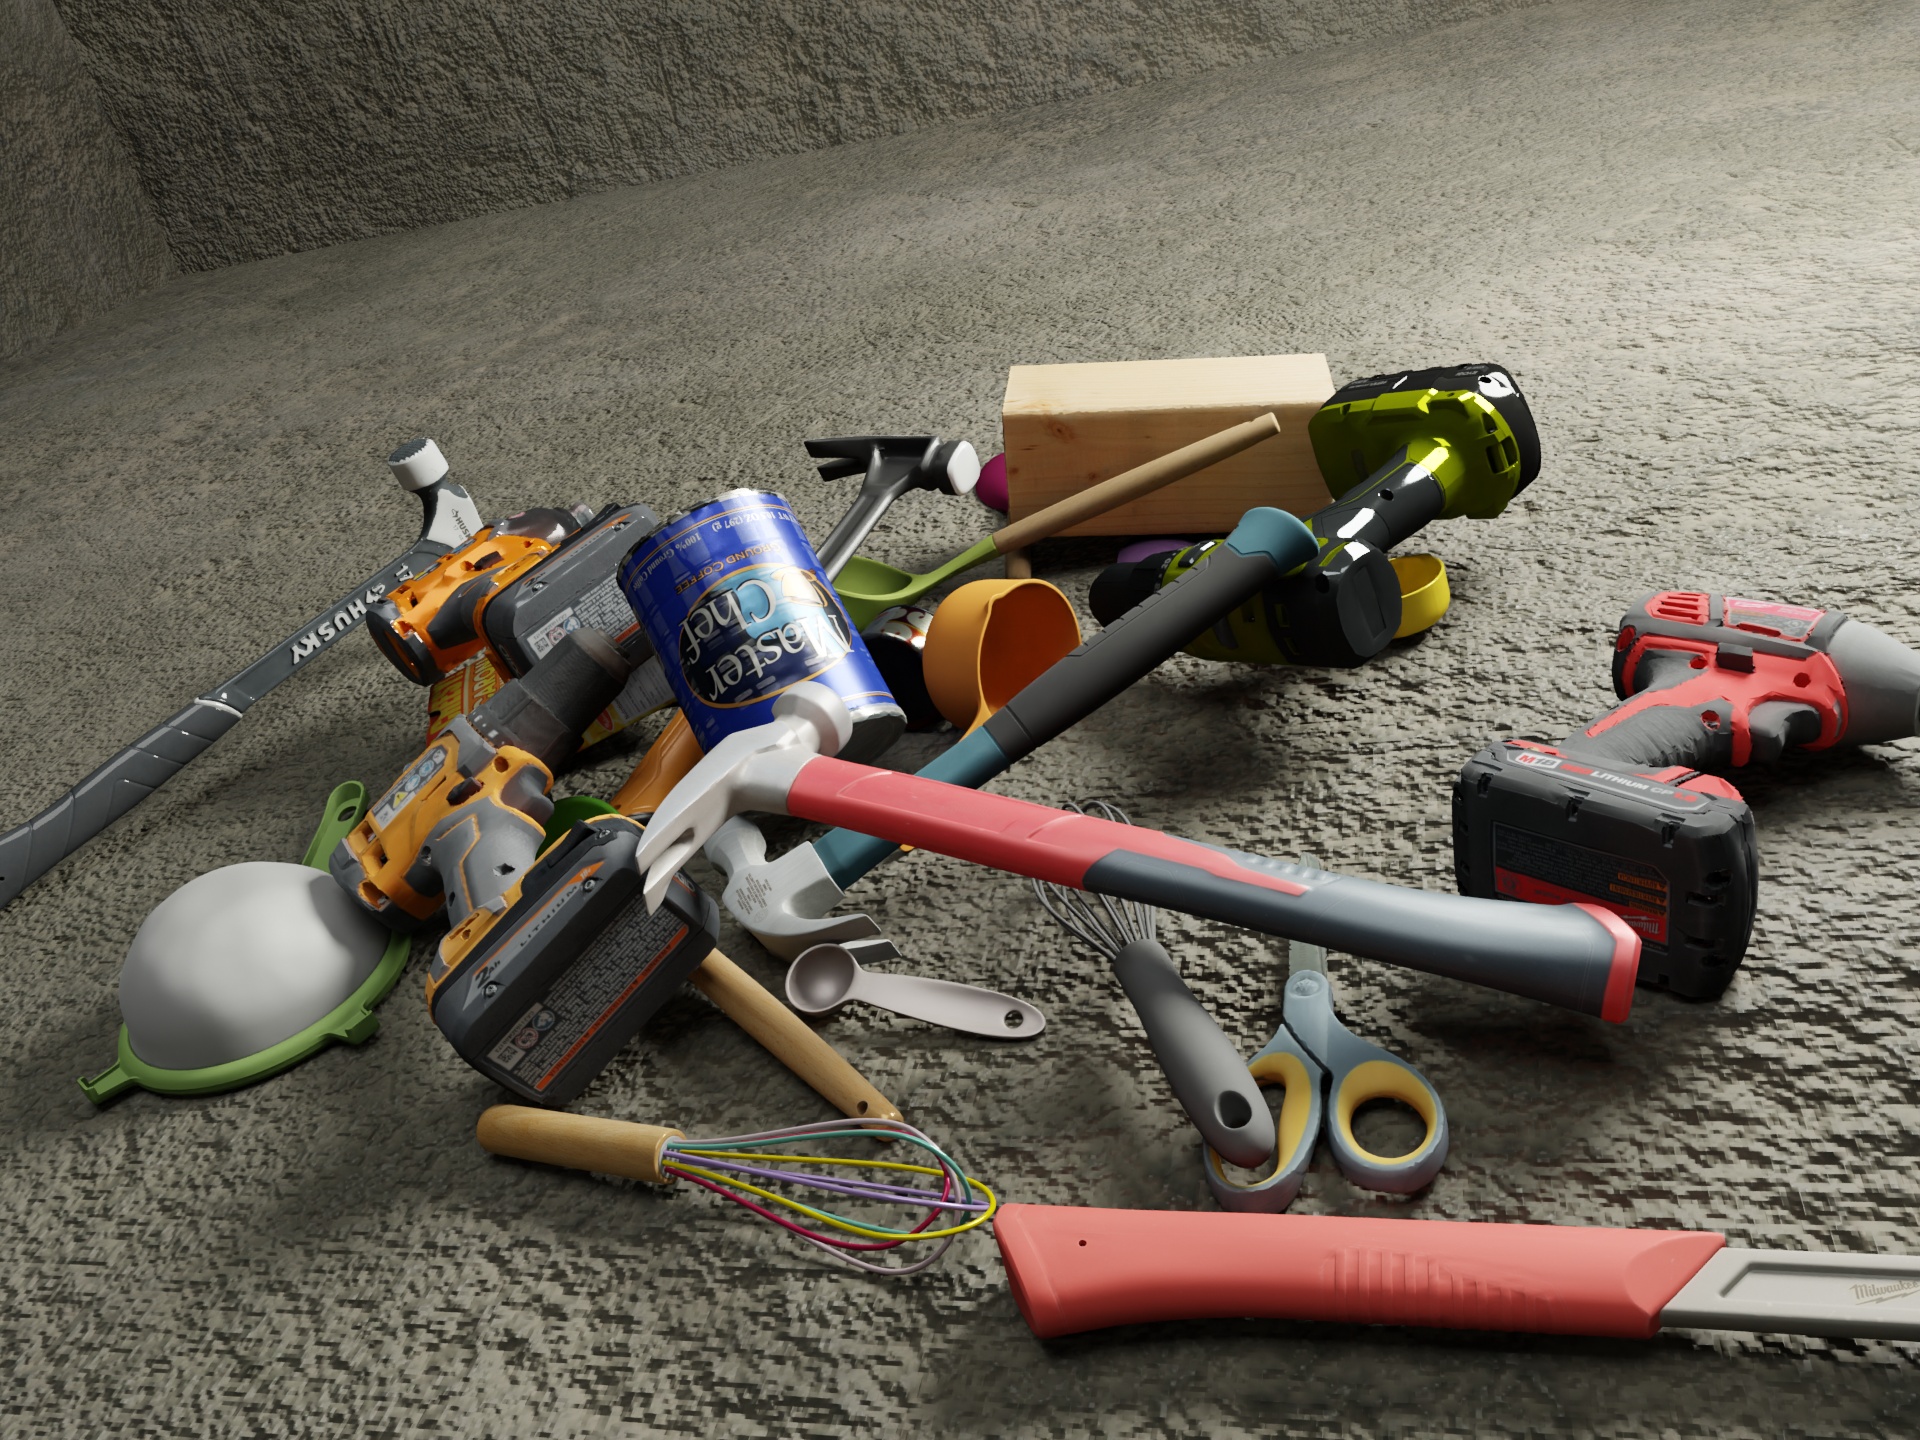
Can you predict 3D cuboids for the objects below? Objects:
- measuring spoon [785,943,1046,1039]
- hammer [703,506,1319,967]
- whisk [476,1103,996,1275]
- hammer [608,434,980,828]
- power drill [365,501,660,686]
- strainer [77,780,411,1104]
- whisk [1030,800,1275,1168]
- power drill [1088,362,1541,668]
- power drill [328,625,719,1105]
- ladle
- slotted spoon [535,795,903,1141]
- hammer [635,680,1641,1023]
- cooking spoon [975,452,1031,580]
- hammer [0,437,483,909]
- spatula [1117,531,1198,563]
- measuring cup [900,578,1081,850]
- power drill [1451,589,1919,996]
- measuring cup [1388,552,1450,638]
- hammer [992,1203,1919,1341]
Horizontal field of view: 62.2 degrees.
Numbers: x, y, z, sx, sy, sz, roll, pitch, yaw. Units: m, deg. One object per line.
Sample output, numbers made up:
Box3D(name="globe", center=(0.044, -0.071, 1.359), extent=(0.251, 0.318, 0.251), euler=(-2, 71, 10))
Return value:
Box3D(name="measuring spoon", center=(-0.019, 0.124, 0.696), extent=(0.124, 0.018, 0.034), euler=(8, 58, 23))
Box3D(name="hammer", center=(0.028, 0.002, 0.766), extent=(0.331, 0.033, 0.128), euler=(-36, 39, -1))
Box3D(name="whisk", center=(-0.098, 0.173, 0.618), extent=(0.245, 0.051, 0.047), euler=(0, 38, 30))
Box3D(name="hammer", center=(-0.116, -0.055, 0.944), extent=(0.127, 0.034, 0.337), euler=(8, 51, 34))
Box3D(name="power drill", center=(-0.252, -0.082, 0.971), extent=(0.164, 0.084, 0.227), euler=(-43, 31, -26))
Box3D(name="strainer", center=(-0.369, 0.088, 0.856), extent=(0.151, 0.069, 0.257), euler=(-13, 31, 3))
Box3D(name="whisk", center=(0.077, 0.099, 0.650), extent=(0.055, 0.055, 0.239), euler=(-18, 28, -5))
Box3D(name="power drill", center=(0.196, -0.109, 0.886), extent=(0.228, 0.080, 0.191), euler=(-39, 26, -28))
Box3D(name="power drill", center=(-0.200, 0.055, 0.767), extent=(0.185, 0.084, 0.226), euler=(-47, 40, -7))
Box3D(name="ladle", center=(0.042, -0.131, 0.991), extent=(0.320, 0.062, 0.078), euler=(-22, 15, 18))
Box3D(name="slotted spoon", center=(-0.124, 0.113, 0.742), extent=(0.314, 0.031, 0.070), euler=(27, 86, 46))
Box3D(name="hammer", center=(0.060, 0.065, 0.631), extent=(0.386, 0.038, 0.143), euler=(12, 36, 24))
Box3D(name="cooking spoon", center=(0.040, -0.134, 1.105), extent=(0.069, 0.017, 0.319), euler=(-11, 29, 8))
Box3D(name="hammer", center=(-0.475, -0.017, 1.060), extent=(0.036, 0.149, 0.409), euler=(15, 50, 42))
Box3D(name="spatula", center=(0.134, -0.152, 1.095), extent=(0.060, 0.018, 0.316), euler=(-5, 31, 7))
Box3D(name="measuring cup", center=(-0.001, -0.003, 0.854), extent=(0.052, 0.095, 0.174), euler=(9, 55, 44))
Box3D(name="power drill", center=(0.316, 0.015, 0.670), extent=(0.143, 0.078, 0.219), euler=(17, 39, 43))
Box3D(name="measuring cup", center=(0.217, -0.073, 0.923), extent=(0.062, 0.029, 0.157), euler=(-34, 22, -24))
Box3D(name="hammer", center=(0.187, 0.168, 0.501), extent=(0.359, 0.036, 0.149), euler=(-3, 31, 18))
